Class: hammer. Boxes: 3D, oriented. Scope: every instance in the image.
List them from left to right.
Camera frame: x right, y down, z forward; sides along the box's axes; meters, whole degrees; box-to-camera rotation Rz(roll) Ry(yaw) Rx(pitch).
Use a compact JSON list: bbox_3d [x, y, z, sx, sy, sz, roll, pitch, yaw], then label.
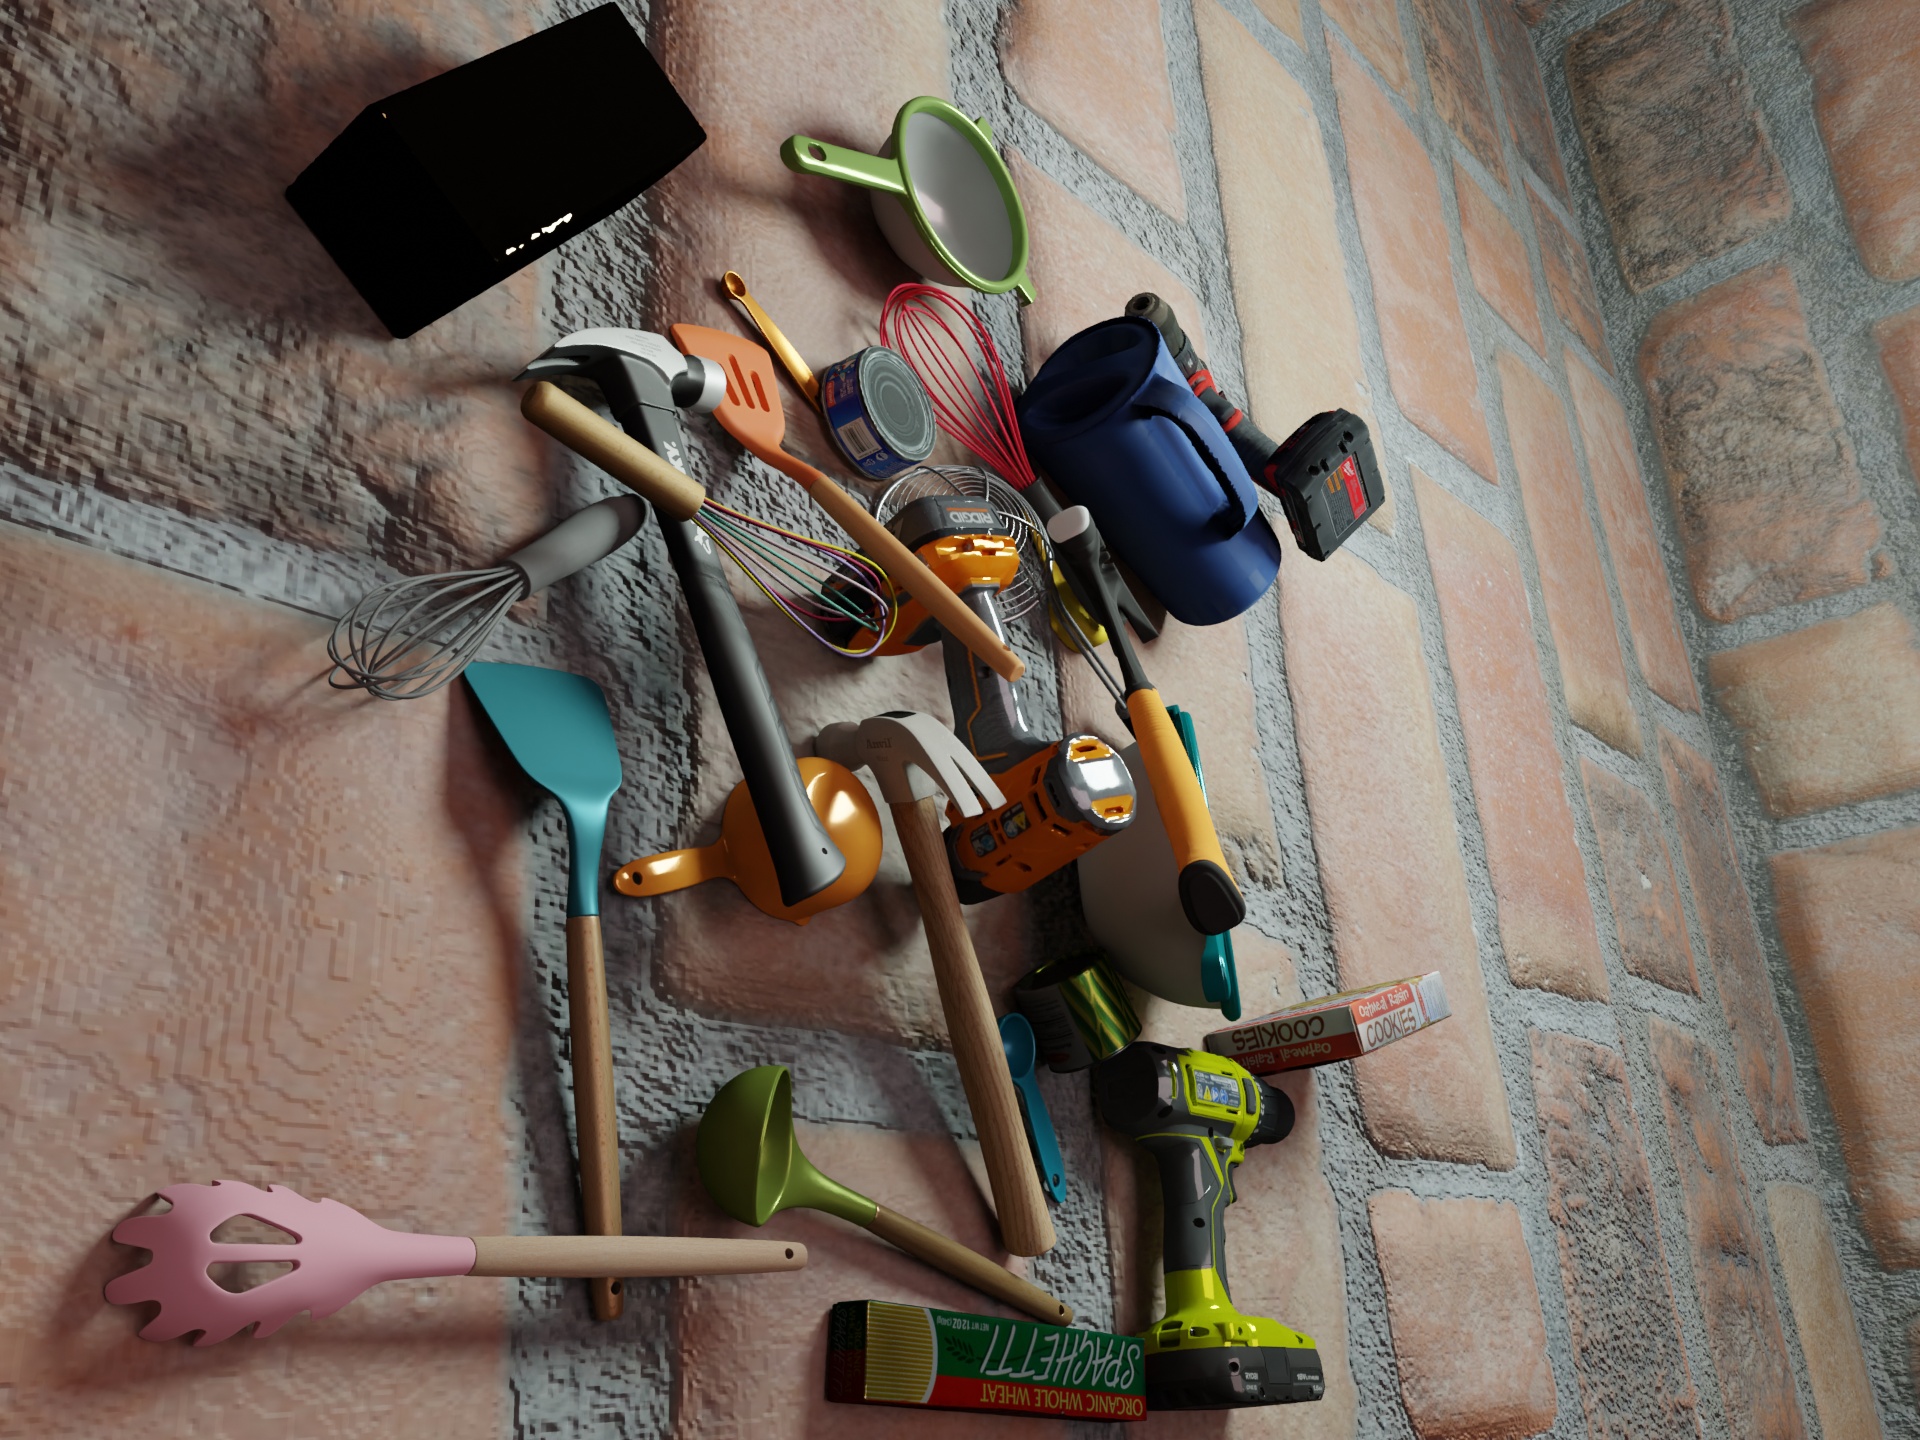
[{"bbox_3d":[-0.135,-0.061,0.847,0.146,0.035,0.335,1,65,-59],"label":"hammer"},{"bbox_3d":[0.002,0.155,0.927,0.031,0.130,0.331,-19,97,-37],"label":"hammer"},{"bbox_3d":[0.118,0.004,0.977,0.127,0.034,0.337,55,15,-38],"label":"hammer"}]

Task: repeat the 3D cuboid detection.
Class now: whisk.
[{"bbox_3d":[-0.225,-0.069,0.793,0.055,0.055,0.239,60,33,-12],"label":"whisk"},{"bbox_3d":[-0.122,-0.105,0.828,0.244,0.047,0.051,33,22,-37],"label":"whisk"},{"bbox_3d":[0.038,-0.186,1.148,0.295,0.073,0.073,55,39,-15],"label":"whisk"}]

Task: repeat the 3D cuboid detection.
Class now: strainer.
[{"bbox_3d":[-0.051,-0.370,1.133,0.256,0.069,0.151,-9,82,-52],"label":"strainer"},{"bbox_3d":[0.121,0.116,1.019,0.340,0.095,0.211,-58,138,-78],"label":"strainer"}]

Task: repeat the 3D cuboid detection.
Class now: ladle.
[{"bbox_3d":[-0.025,0.276,0.865,0.319,0.062,0.078,41,45,-36],"label":"ladle"}]

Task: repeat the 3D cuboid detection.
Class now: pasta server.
[{"bbox_3d":[-0.192,0.230,0.681,0.316,0.040,0.060,19,59,-44],"label":"pasta server"}]

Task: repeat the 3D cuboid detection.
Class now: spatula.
[{"bbox_3d":[-0.186,0.122,0.766,0.082,0.044,0.318,8,72,-50],"label":"spatula"},{"bbox_3d":[-0.065,-0.131,0.927,0.081,0.041,0.323,0,38,-51],"label":"spatula"}]

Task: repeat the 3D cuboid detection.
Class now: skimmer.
[{"bbox_3d":[0.069,-0.045,1.160,0.362,0.090,0.127,49,46,-40],"label":"skimmer"}]

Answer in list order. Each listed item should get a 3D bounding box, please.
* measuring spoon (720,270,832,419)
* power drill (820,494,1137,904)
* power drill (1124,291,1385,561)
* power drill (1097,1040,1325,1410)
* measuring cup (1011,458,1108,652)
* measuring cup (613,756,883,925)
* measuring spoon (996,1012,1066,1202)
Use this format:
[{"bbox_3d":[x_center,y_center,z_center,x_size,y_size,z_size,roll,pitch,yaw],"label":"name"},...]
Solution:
[{"bbox_3d":[-0.120,-0.242,1.036,0.116,0.011,0.021,53,35,-26],"label":"measuring spoon"},{"bbox_3d":[-0.002,-0.003,0.964,0.084,0.164,0.227,-6,66,-46],"label":"power drill"},{"bbox_3d":[0.227,-0.246,1.298,0.227,0.080,0.187,42,-7,37],"label":"power drill"},{"bbox_3d":[0.178,0.338,1.072,0.190,0.080,0.229,24,53,-43],"label":"power drill"},{"bbox_3d":[0.077,-0.128,1.207,0.062,0.029,0.156,-27,97,-53],"label":"measuring cup"},{"bbox_3d":[-0.108,0.068,0.860,0.173,0.052,0.095,-9,80,-55],"label":"measuring cup"},{"bbox_3d":[0.040,0.245,0.998,0.042,0.021,0.128,-30,106,-54],"label":"measuring spoon"}]
